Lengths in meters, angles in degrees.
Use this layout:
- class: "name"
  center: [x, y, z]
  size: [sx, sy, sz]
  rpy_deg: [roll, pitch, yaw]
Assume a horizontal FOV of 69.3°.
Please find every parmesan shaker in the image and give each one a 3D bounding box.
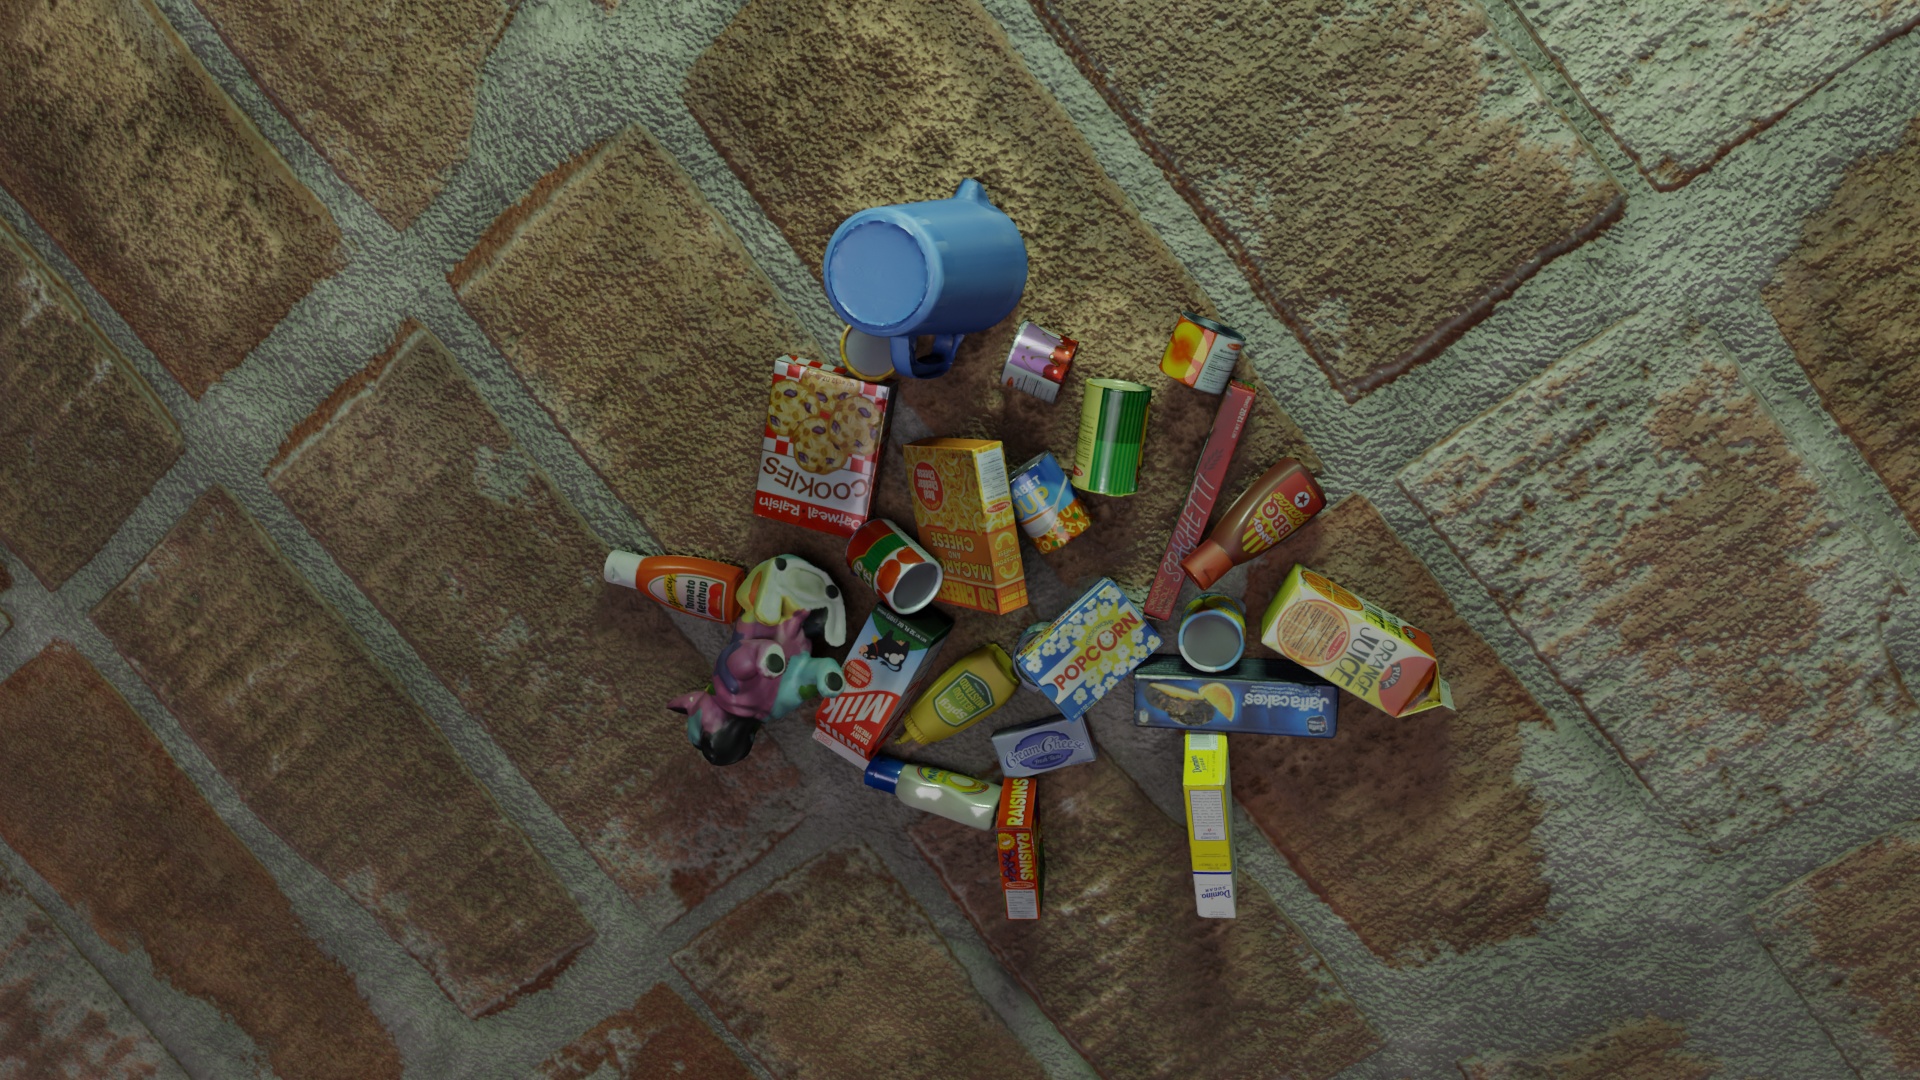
- class: "parmesan shaker"
  center: [0.148, -0.101, 1.352]
  size: [0.071, 0.071, 0.102]
  rpy_deg: [10, 107, 9]

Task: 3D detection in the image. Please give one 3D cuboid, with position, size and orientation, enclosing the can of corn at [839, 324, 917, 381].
- class: "can of corn"
  center: [-0.083, -0.193, 1.382]
  size: [0.071, 0.058, 0.071]
  rpy_deg: [3, 105, 11]

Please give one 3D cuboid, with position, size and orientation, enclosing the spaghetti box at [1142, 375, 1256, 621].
- class: "spaghetti box"
  center: [0.233, -0.038, 1.363]
  size: [0.029, 0.050, 0.249]
  rpy_deg: [20, 108, 7]

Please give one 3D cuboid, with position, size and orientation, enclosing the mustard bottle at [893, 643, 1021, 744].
- class: "mustard bottle"
  center: [-0.011, 0.175, 1.472]
  size: [0.160, 0.049, 0.065]
  rpy_deg: [-39, 93, 18]

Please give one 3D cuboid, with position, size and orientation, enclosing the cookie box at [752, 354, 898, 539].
- class: "cookie box"
  center: [-0.140, -0.094, 1.430]
  size: [0.123, 0.040, 0.166]
  rpy_deg: [14, 108, 8]

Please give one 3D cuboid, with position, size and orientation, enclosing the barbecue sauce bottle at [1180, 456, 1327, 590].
- class: "barbecue sauce bottle"
  center: [0.279, -0.012, 1.337]
  size: [0.148, 0.044, 0.064]
  rpy_deg: [-40, 116, -2]

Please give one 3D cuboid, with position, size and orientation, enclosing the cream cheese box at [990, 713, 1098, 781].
- class: "cream cheese box"
  center: [0.089, 0.217, 1.475]
  size: [0.104, 0.024, 0.053]
  rpy_deg: [-17, 101, 16]

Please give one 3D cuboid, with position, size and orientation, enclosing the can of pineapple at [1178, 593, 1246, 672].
- class: "can of pineapple"
  center: [0.253, 0.090, 1.389]
  size: [0.071, 0.058, 0.070]
  rpy_deg: [3, 105, 11]

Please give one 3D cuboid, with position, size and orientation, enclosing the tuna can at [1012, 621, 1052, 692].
- class: "tuna can"
  center: [0.087, 0.122, 1.445]
  size: [0.071, 0.033, 0.071]
  rpy_deg: [3, 106, 11]

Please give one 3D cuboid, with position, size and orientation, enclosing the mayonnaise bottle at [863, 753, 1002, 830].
- class: "mayonnaise bottle"
  center: [-0.029, 0.268, 1.496]
  size: [0.148, 0.065, 0.041]
  rpy_deg: [16, 106, 12]

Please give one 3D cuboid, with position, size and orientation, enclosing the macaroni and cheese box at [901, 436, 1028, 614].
- class: "macaroni and cheese box"
  center: [0.005, -0.017, 1.386]
  size: [0.123, 0.040, 0.166]
  rpy_deg: [9, 114, 54]

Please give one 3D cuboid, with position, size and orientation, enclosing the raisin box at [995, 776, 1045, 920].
- class: "raisin box"
  center: [0.064, 0.325, 1.466]
  size: [0.040, 0.086, 0.122]
  rpy_deg: [-1, 117, 9]

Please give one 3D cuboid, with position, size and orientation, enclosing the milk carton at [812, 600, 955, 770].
- class: "milk carton"
  center: [-0.088, 0.151, 1.465]
  size: [0.072, 0.074, 0.190]
  rpy_deg: [32, 109, 10]

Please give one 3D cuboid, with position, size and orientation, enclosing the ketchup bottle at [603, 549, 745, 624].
- class: "ketchup bottle"
  center: [-0.309, 0.044, 1.501]
  size: [0.149, 0.044, 0.064]
  rpy_deg: [13, 118, 9]

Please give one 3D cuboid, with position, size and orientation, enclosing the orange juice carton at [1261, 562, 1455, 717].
- class: "orange juice carton"
  center: [0.395, 0.106, 1.356]
  size: [0.193, 0.072, 0.072]
  rpy_deg: [29, 109, 3]

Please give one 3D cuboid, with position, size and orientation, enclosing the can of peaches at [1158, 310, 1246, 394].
- class: "can of peaches"
  center: [0.228, -0.179, 1.319]
  size: [0.071, 0.071, 0.058]
  rpy_deg: [23, 109, 5]

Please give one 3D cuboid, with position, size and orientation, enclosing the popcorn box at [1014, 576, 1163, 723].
- class: "popcorn box"
  center: [0.129, 0.109, 1.402]
  size: [0.127, 0.038, 0.085]
  rpy_deg: [-42, 102, -2]

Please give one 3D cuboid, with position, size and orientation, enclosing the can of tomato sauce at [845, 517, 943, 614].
- class: "can of tomato sauce"
  center: [-0.069, 0.028, 1.414]
  size: [0.083, 0.071, 0.071]
  rpy_deg: [41, 115, 39]

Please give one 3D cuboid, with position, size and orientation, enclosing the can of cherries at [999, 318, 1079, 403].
- class: "can of cherries"
  center: [0.078, -0.176, 1.350]
  size: [0.058, 0.072, 0.071]
  rpy_deg: [22, 109, 5]

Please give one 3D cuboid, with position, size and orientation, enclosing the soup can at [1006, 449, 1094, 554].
- class: "soup can"
  center: [0.083, -0.036, 1.383]
  size: [0.071, 0.071, 0.083]
  rpy_deg: [-33, 97, 18]
